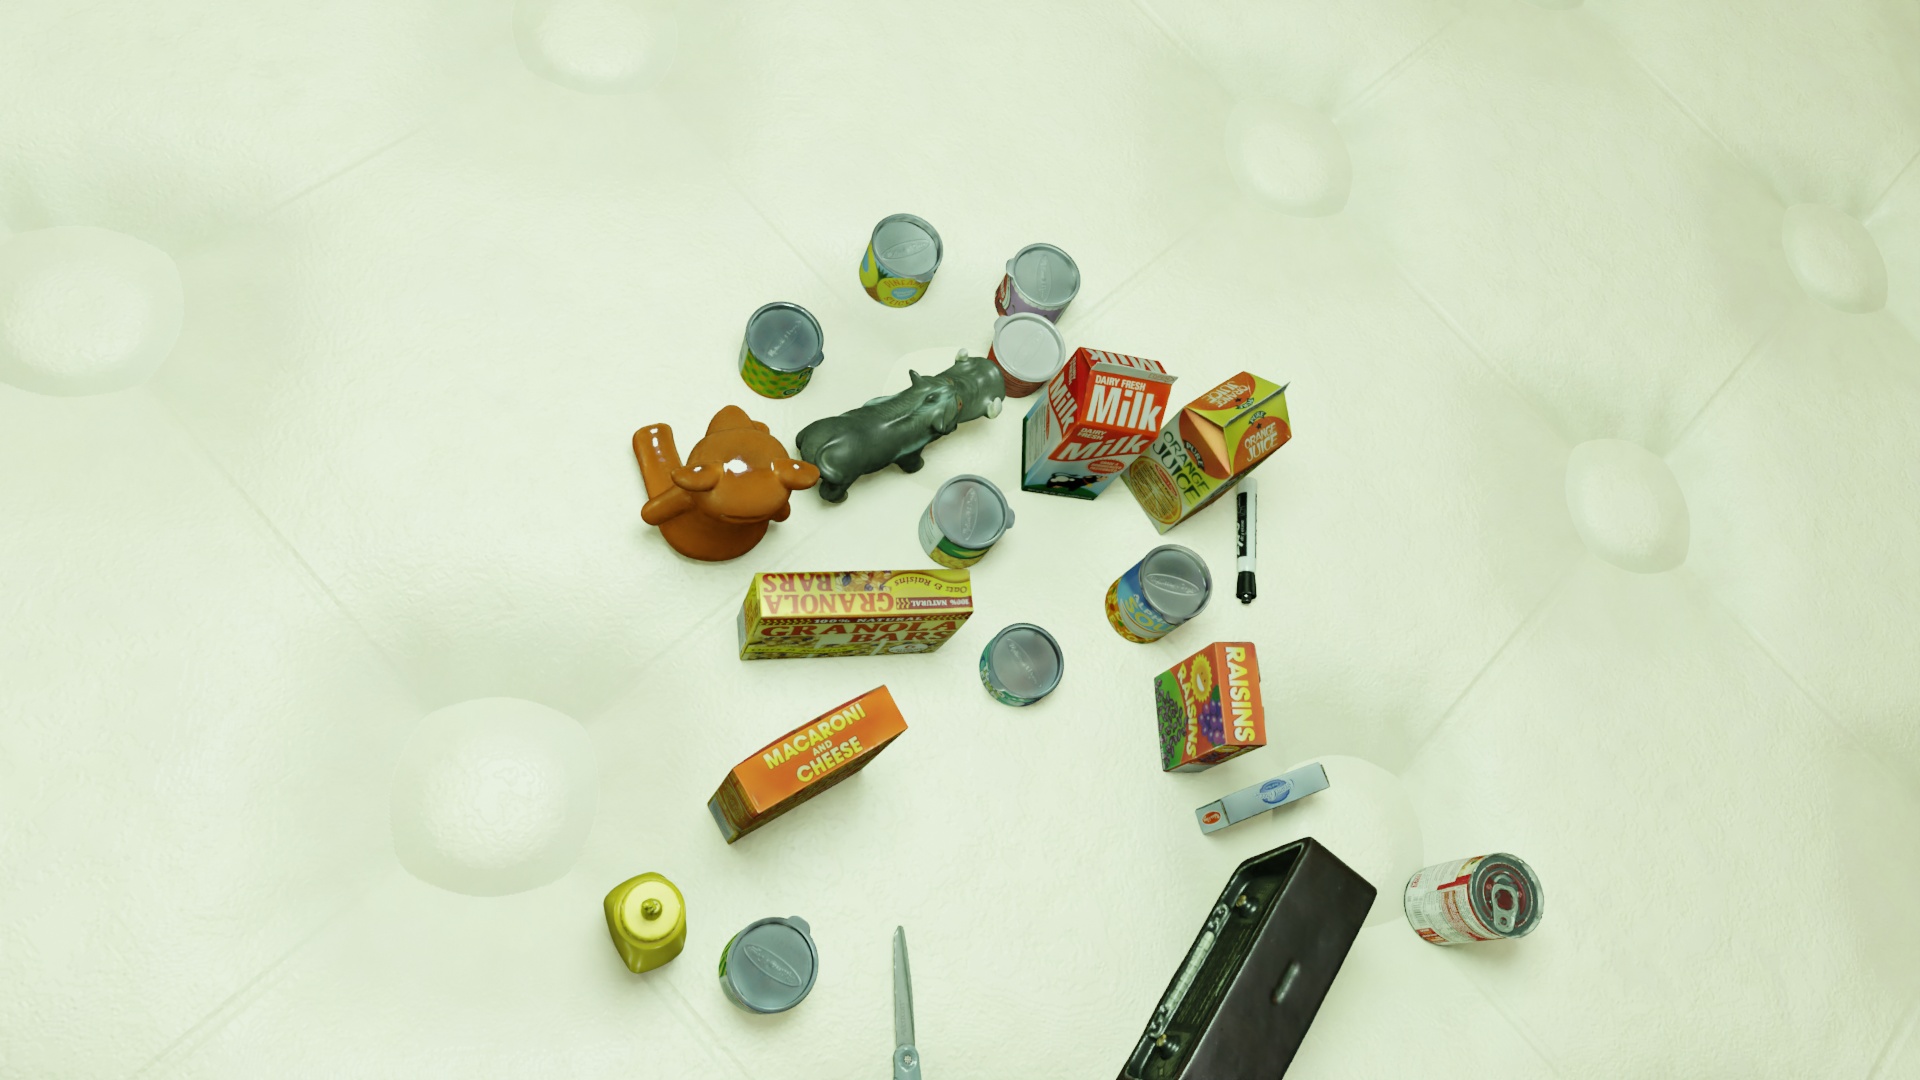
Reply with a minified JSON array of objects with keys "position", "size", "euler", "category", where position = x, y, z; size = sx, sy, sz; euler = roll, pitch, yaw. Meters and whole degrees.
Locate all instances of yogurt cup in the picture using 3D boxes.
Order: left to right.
[{"position":[0.055,-0.164,1.254],"size":[0.072,0.053,0.072],"euler":[5,69,-14],"category":"yogurt cup"}]

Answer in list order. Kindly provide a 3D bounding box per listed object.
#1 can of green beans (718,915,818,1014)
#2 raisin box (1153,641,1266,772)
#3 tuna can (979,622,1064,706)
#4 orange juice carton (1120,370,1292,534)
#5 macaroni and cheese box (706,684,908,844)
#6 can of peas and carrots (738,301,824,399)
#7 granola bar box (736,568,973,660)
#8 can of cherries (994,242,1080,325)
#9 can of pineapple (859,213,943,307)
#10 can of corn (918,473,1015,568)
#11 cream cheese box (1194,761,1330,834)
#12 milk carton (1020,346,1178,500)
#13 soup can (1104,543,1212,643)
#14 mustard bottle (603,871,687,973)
[{"position":[-0.141,0.312,1.016],"size":[0.071,0.057,0.071],"euler":[5,69,-14],"category":"can of green beans"},{"position":[0.205,0.140,1.146],"size":[0.040,0.123,0.086],"euler":[3,70,-15],"category":"raisin box"},{"position":[0.049,0.106,1.163],"size":[0.071,0.032,0.071],"euler":[5,69,-14],"category":"tuna can"},{"position":[0.215,-0.080,1.193],"size":[0.072,0.192,0.073],"euler":[-30,81,-24],"category":"orange juice carton"},{"position":[-0.116,0.166,1.018],"size":[0.124,0.165,0.040],"euler":[-27,80,-23],"category":"macaroni and cheese box"},{"position":[-0.152,-0.161,1.189],"size":[0.071,0.058,0.071],"euler":[5,69,-14],"category":"can of peas and carrots"},{"position":[-0.085,0.059,1.090],"size":[0.166,0.123,0.039],"euler":[-1,71,-17],"category":"granola bar box"},{"position":[0.068,-0.232,1.281],"size":[0.071,0.058,0.072],"euler":[5,69,-14],"category":"can of cherries"},{"position":[-0.054,-0.250,1.252],"size":[0.071,0.057,0.071],"euler":[5,69,-14],"category":"can of pineapple"},{"position":[0.004,-0.015,1.181],"size":[0.071,0.058,0.071],"euler":[5,69,-14],"category":"can of corn"},{"position":[0.254,0.217,1.170],"size":[0.104,0.053,0.024],"euler":[-15,76,-21],"category":"cream cheese box"},{"position":[0.114,-0.104,1.174],"size":[0.072,0.189,0.073],"euler":[8,69,-14],"category":"milk carton"},{"position":[0.168,0.050,1.191],"size":[0.071,0.083,0.071],"euler":[5,69,-14],"category":"soup can"},{"position":[-0.215,0.260,0.957],"size":[0.049,0.159,0.065],"euler":[-22,78,-22],"category":"mustard bottle"}]
